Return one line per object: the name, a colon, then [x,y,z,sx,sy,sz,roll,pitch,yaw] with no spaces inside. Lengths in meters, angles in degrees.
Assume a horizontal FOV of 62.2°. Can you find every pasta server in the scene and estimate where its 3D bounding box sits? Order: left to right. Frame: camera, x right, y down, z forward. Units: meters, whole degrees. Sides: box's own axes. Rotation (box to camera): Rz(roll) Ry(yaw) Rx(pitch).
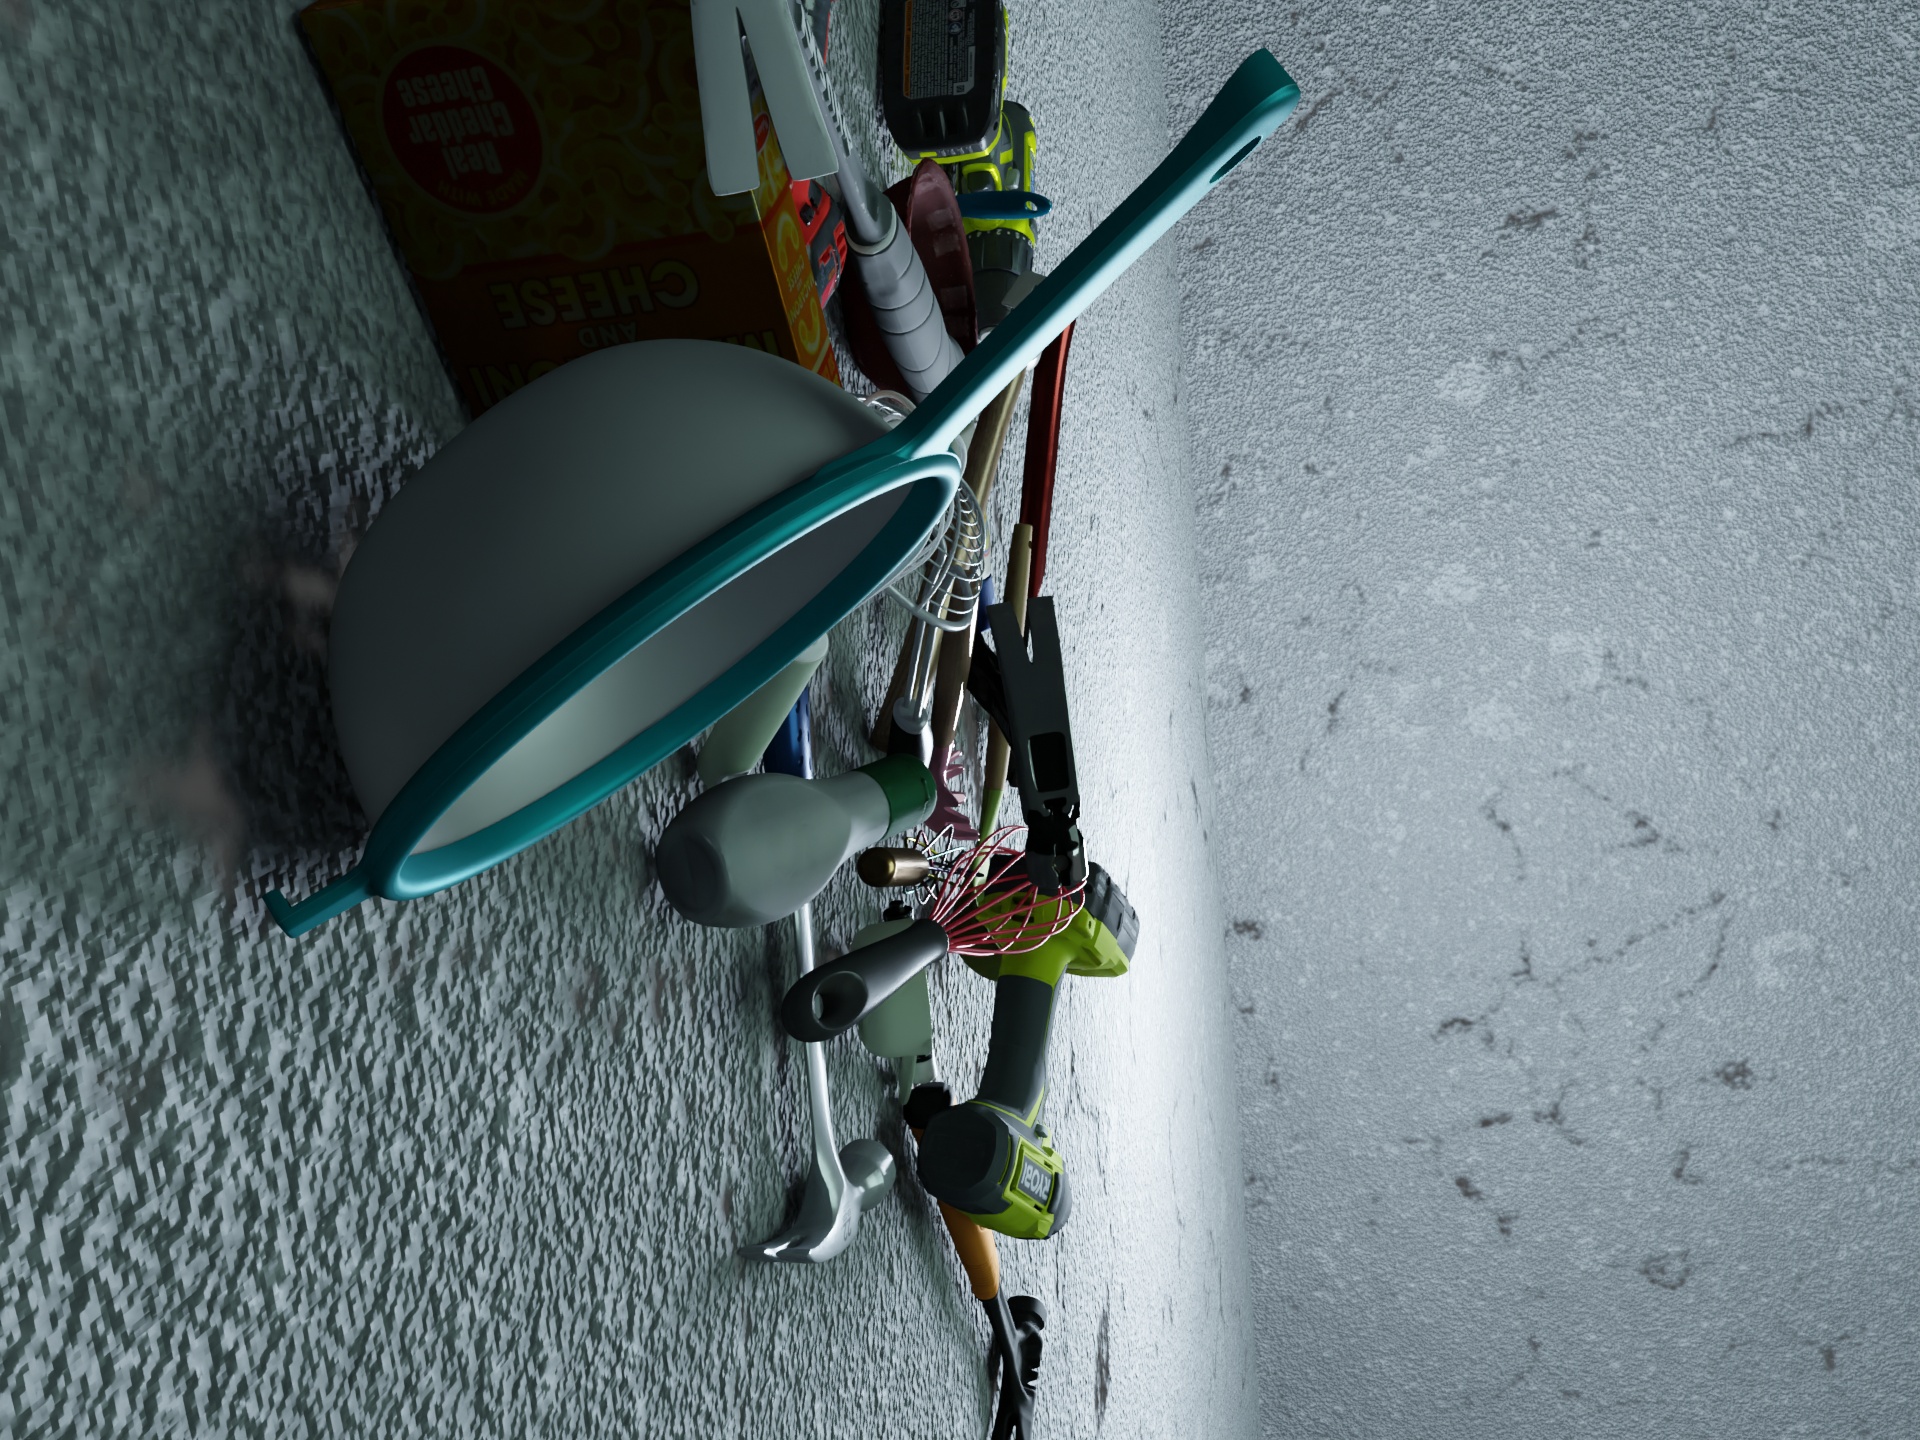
pasta server: [-0.001,-0.003,0.932,0.316,0.040,0.060,100,-20,-64]

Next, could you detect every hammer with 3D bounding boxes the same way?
hammer: [-0.082,0.067,0.781,0.144,0.035,0.405,-24,111,-74]
hammer: [-0.033,-0.178,0.559,0.408,0.036,0.149,47,35,-79]
hammer: [0.005,-0.136,0.999,0.130,0.031,0.331,108,-1,-73]
hammer: [0.011,0.369,1.078,0.127,0.034,0.336,-77,158,-50]
hammer: [0.023,-0.020,0.955,0.335,0.035,0.146,-120,-159,-75]
hammer: [0.053,-0.134,1.161,0.149,0.036,0.359,-78,173,-72]

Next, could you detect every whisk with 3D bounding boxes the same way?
whisk: [-0.062,-0.038,0.632,0.059,0.057,0.246,62,-37,20]
whisk: [-0.029,0.084,0.925,0.047,0.051,0.245,66,6,8]
whisk: [-0.007,0.110,0.830,0.296,0.073,0.073,-19,106,-62]

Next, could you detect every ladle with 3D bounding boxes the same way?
ladle: [0.038,0.023,1.112,0.078,0.062,0.320,3,93,-71]

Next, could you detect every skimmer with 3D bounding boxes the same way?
skimmer: [-0.047,-0.026,0.811,0.363,0.090,0.127,101,-35,-58]

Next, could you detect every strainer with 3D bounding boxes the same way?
strainer: [-0.064,-0.083,0.449,0.095,0.340,0.211,51,24,3]

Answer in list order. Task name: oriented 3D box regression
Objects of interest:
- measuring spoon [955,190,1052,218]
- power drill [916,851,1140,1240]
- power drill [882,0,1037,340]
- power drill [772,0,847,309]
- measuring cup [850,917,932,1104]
measuring spoon: [0.004,-0.327,1.028,0.021,0.129,0.042,-57,137,-23]
power drill: [0.048,0.212,1.015,0.171,0.080,0.223,51,47,-54]
power drill: [0.010,-0.400,1.143,0.228,0.080,0.191,52,38,-70]
power drill: [-0.084,-0.255,0.669,0.188,0.080,0.226,-77,177,-55]
measuring cup: [-0.044,0.179,0.916,0.167,0.038,0.083,97,-16,-48]
